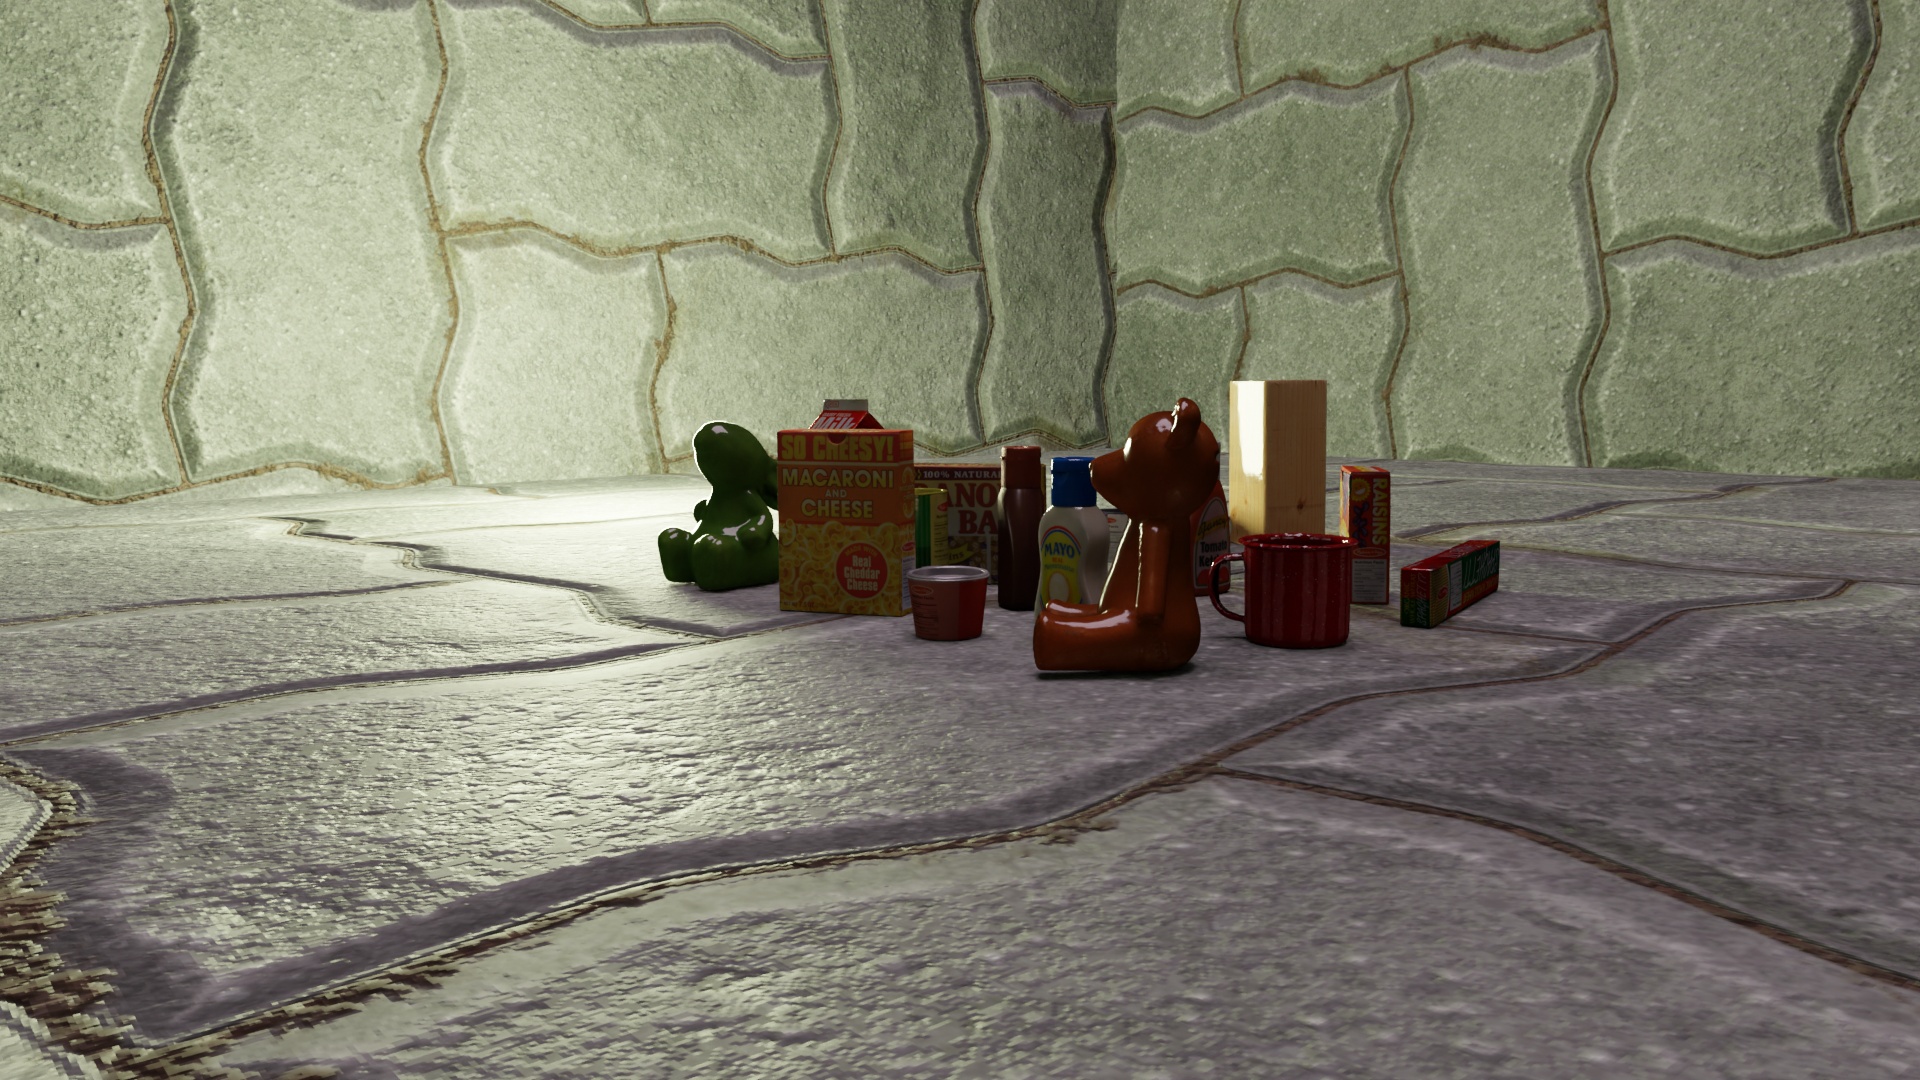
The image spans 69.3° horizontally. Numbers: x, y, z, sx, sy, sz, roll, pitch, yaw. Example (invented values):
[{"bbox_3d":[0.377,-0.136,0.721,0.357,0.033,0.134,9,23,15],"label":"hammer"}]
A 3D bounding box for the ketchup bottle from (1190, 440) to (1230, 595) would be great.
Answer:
[{"bbox_3d":[0.233,-0.023,1.349,0.065,0.148,0.043,-5,7,-36],"label":"ketchup bottle"}]

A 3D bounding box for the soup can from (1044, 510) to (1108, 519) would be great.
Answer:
[{"bbox_3d":[0.106,0.015,1.320,0.071,0.083,0.071,-1,6,0],"label":"soup can"}]

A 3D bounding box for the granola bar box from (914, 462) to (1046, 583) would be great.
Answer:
[{"bbox_3d":[0.005,-0.018,1.439,0.165,0.124,0.039,0,6,10],"label":"granola bar box"}]

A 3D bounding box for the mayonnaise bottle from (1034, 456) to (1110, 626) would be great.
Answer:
[{"bbox_3d":[0.089,0.009,1.094,0.065,0.148,0.041,5,8,44],"label":"mayonnaise bottle"}]

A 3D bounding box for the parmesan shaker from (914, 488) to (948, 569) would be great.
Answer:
[{"bbox_3d":[-0.046,0.003,1.355,0.071,0.103,0.071,-1,6,0],"label":"parmesan shaker"}]

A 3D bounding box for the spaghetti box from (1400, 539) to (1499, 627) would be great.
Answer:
[{"bbox_3d":[0.445,0.035,1.254,0.028,0.050,0.251,3,8,33],"label":"spaghetti box"}]

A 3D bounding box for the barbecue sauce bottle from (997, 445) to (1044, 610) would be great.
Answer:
[{"bbox_3d":[0.056,-0.013,1.281,0.044,0.148,0.065,-2,6,-8],"label":"barbecue sauce bottle"}]

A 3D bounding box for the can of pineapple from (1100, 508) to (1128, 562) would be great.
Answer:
[{"bbox_3d":[0.187,-0.007,1.616,0.071,0.057,0.071,-1,6,0],"label":"can of pineapple"}]

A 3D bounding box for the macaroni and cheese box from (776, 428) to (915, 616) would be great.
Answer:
[{"bbox_3d":[-0.104,-0.018,1.263,0.124,0.166,0.040,2,6,20],"label":"macaroni and cheese box"}]

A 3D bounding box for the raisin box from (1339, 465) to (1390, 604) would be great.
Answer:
[{"bbox_3d":[0.379,-0.007,1.308,0.040,0.123,0.086,0,6,10],"label":"raisin box"}]

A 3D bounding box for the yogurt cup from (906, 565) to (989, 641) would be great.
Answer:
[{"bbox_3d":[-0.010,0.052,1.141,0.072,0.054,0.072,-1,6,0],"label":"yogurt cup"}]

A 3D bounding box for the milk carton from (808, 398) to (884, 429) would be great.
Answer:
[{"bbox_3d":[-0.126,-0.063,1.550,0.072,0.190,0.073,4,8,39],"label":"milk carton"}]
